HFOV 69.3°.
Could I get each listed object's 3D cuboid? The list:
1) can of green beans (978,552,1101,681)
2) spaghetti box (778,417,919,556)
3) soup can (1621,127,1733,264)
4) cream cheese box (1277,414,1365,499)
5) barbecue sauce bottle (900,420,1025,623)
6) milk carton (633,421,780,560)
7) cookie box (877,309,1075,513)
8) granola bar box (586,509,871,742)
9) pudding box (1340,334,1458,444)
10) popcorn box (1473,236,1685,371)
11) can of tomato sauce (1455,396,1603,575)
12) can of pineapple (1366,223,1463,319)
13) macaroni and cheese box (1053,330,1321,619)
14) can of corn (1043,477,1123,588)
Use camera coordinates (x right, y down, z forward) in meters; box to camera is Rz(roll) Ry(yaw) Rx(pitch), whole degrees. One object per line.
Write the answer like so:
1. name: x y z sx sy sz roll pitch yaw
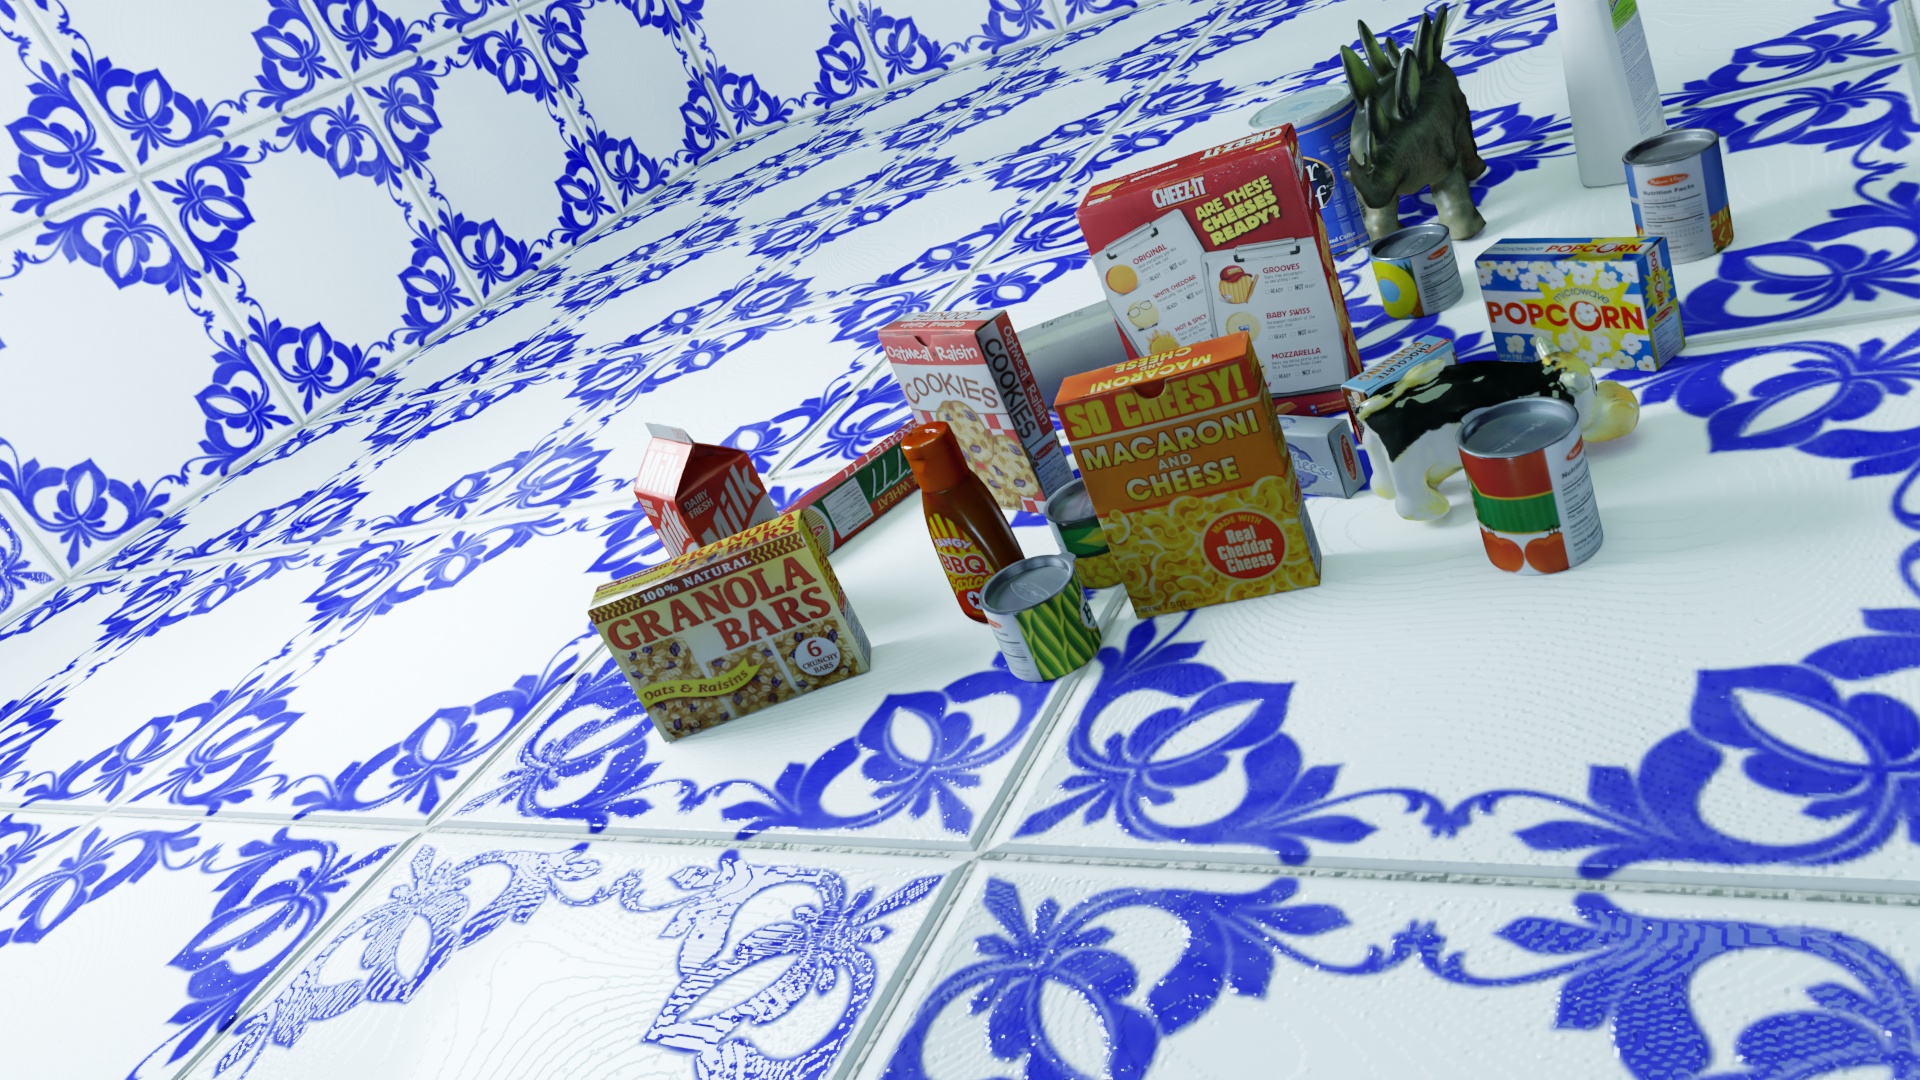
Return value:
1. can of green beans: 0.053 0.051 0.913 0.071 0.057 0.071 -20 26 10
2. spaghetti box: -0.071 -0.054 1.233 0.251 0.050 0.028 -38 28 -27
3. soup can: 0.549 -0.264 1.062 0.071 0.083 0.072 -20 26 10
4. cream cheese box: 0.231 -0.061 0.981 0.024 0.053 0.104 -39 29 -28
5. barbecue sauce bottle: 0.003 -0.012 0.972 0.065 0.148 0.044 2 36 44
6. milk carton: -0.187 -0.009 1.082 0.074 0.190 0.072 -38 28 -27
7. cookie box: 0.014 -0.103 1.117 0.040 0.166 0.123 -40 29 -30
8. granola bar box: -0.164 0.063 1.000 0.165 0.123 0.039 -20 25 8
9. pudding box: 0.319 -0.107 0.998 0.084 0.049 0.030 -30 26 -13
10. popcorn box: 0.432 -0.168 0.976 0.038 0.085 0.127 -36 28 -24
11. can of tomato sauce: 0.328 -0.032 0.805 0.071 0.082 0.071 -20 26 10
12. can of pineapple: 0.381 -0.226 1.164 0.071 0.057 0.071 -20 26 10
13. macaroni and cheese box: 0.146 -0.037 0.876 0.123 0.166 0.040 -13 27 23
14. can of corn: 0.102 -0.008 0.984 0.071 0.058 0.071 -20 26 10
